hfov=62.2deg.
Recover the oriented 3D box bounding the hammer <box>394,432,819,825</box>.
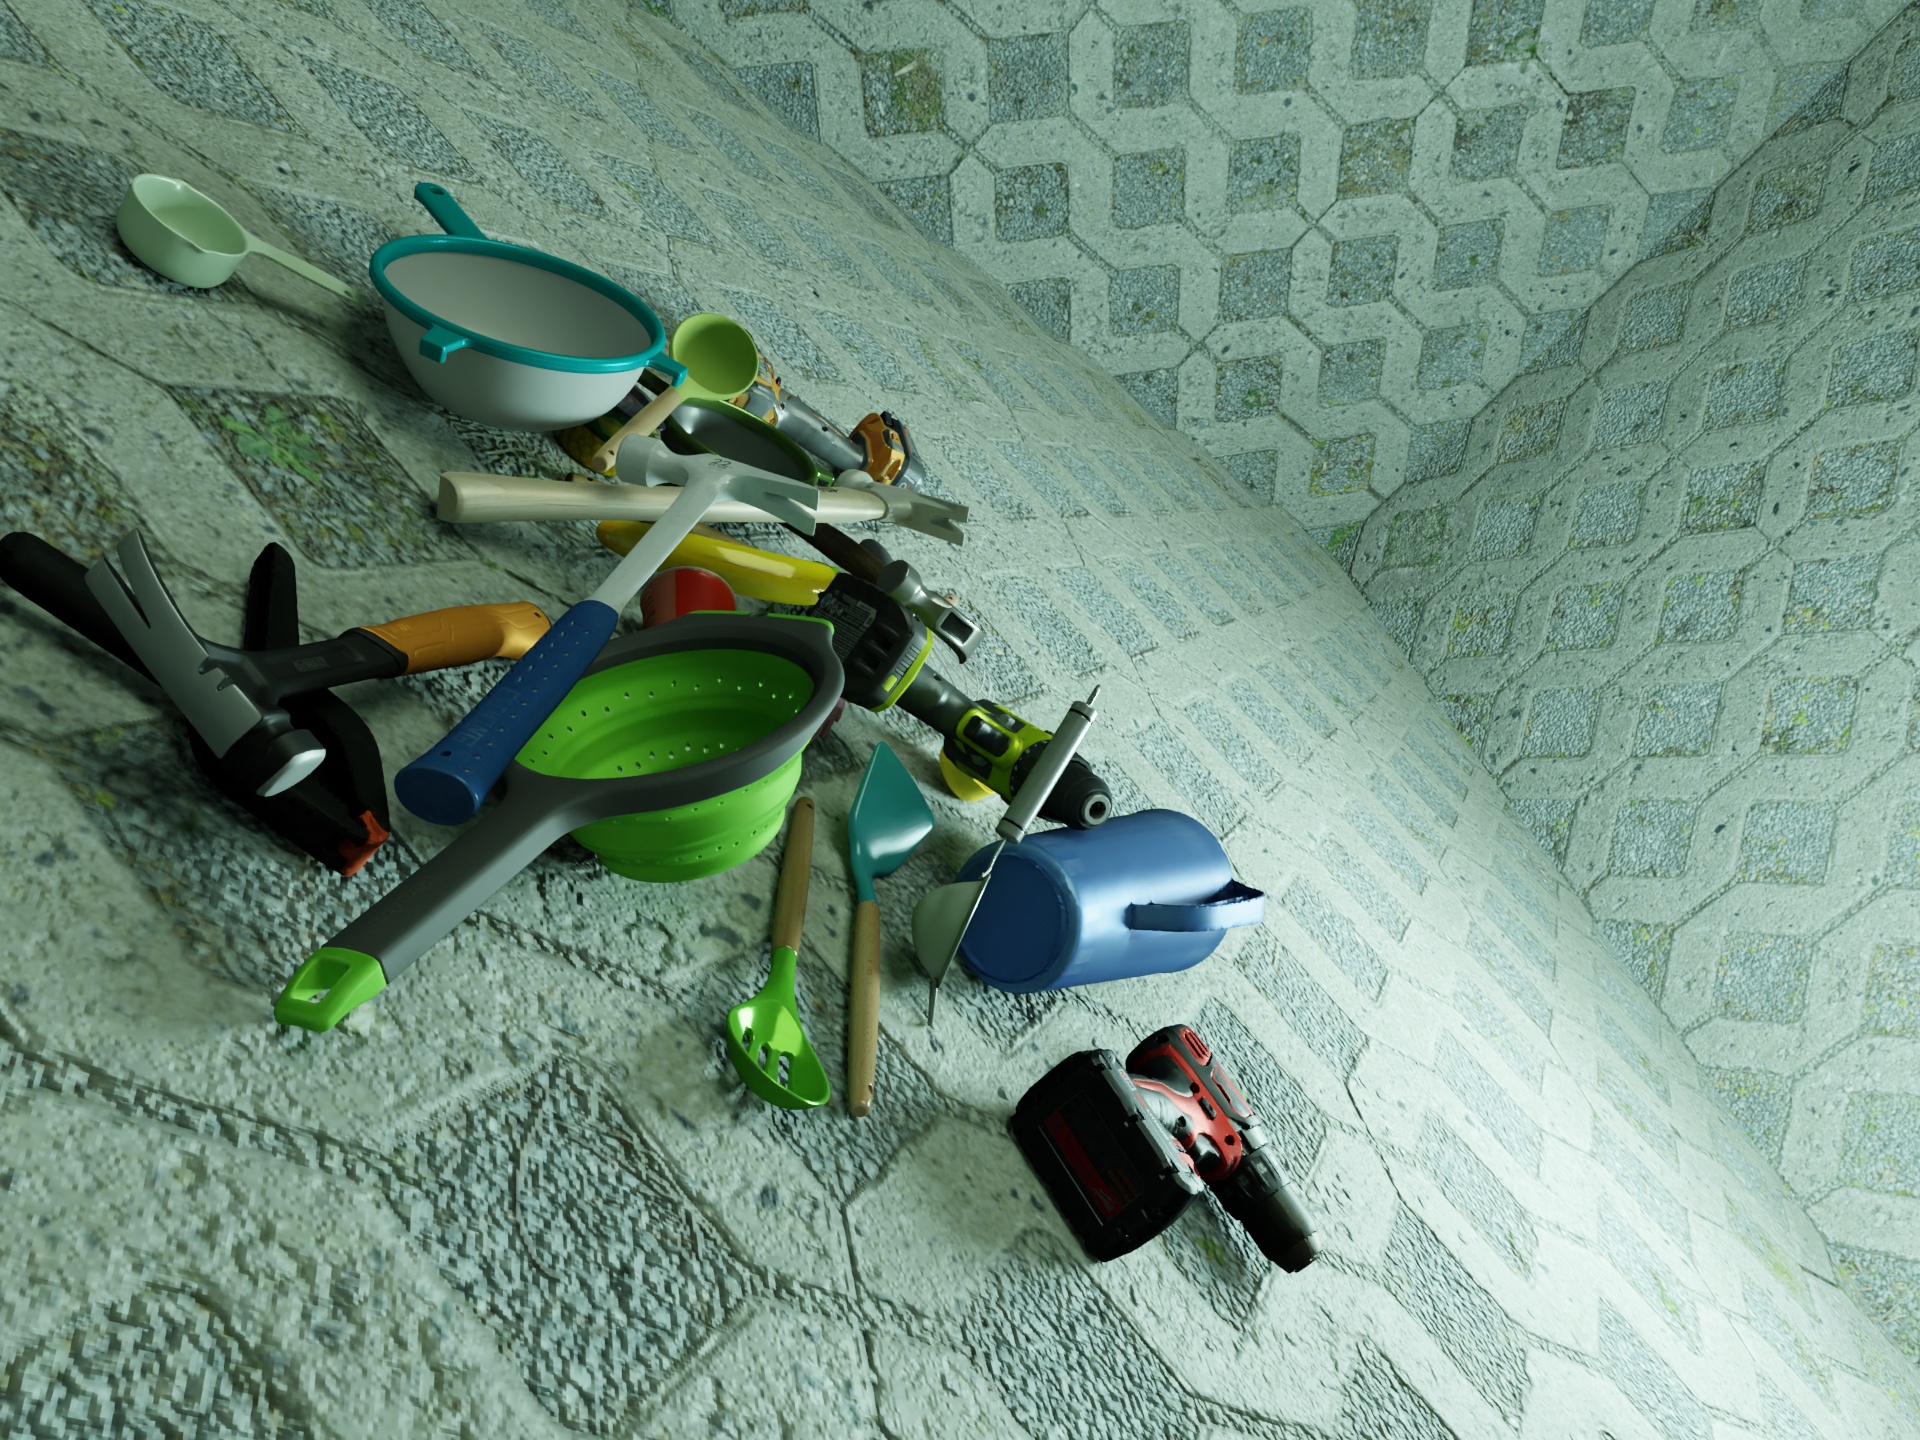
[{"bbox_3d":[-0.201,-0.067,0.923,0.144,0.035,0.406,14,34,5],"label":"hammer"}]

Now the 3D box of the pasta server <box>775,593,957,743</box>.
[{"bbox_3d":[-0.070,-0.057,1.299,0.060,0.040,0.316,46,28,2],"label":"pasta server"}]

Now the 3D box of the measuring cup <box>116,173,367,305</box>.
[{"bbox_3d":[-0.480,-0.305,1.067,0.167,0.038,0.083,20,32,-51],"label":"measuring cup"}]

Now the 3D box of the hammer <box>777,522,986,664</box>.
[{"bbox_3d":[-0.080,-0.129,1.315,0.129,0.031,0.332,39,0,-37],"label":"hammer"}]

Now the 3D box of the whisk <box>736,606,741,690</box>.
[{"bbox_3d":[-0.165,-0.059,1.179,0.057,0.059,0.247,79,-16,-48],"label":"whisk"}]

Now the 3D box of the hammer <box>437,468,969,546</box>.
[{"bbox_3d":[-0.179,-0.157,1.164,0.410,0.038,0.146,-7,22,-44],"label":"hammer"}]

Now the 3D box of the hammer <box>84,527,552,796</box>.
[{"bbox_3d":[-0.302,-0.043,0.835,0.127,0.034,0.337,51,12,0],"label":"hammer"}]

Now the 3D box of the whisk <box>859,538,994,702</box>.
[{"bbox_3d":[-0.039,-0.083,1.445,0.070,0.070,0.285,26,23,-41],"label":"whisk"}]

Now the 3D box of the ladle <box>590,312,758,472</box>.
[{"bbox_3d":[-0.226,-0.255,1.248,0.078,0.062,0.320,41,23,-13],"label":"ladle"}]

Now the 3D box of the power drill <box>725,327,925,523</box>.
[{"bbox_3d":[-0.156,-0.310,1.616,0.226,0.084,0.186,26,26,-30],"label":"power drill"}]

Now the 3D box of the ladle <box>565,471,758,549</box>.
[{"bbox_3d":[-0.191,-0.143,1.314,0.315,0.031,0.069,21,31,-43],"label":"ladle"}]

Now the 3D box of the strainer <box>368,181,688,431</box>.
[{"bbox_3d":[-0.364,-0.309,1.213,0.211,0.095,0.341,-2,37,-37],"label":"strainer"}]

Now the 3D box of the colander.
[{"bbox_3d":[-0.193,0.064,0.832,0.397,0.204,0.094,-49,138,-52],"label":"colander"}]

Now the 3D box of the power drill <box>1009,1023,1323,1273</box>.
[{"bbox_3d":[0.149,0.295,1.059,0.188,0.080,0.226,55,20,24],"label":"power drill"}]

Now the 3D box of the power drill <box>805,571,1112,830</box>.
[{"bbox_3d":[-0.002,-0.004,1.152,0.228,0.080,0.191,36,-2,-31],"label":"power drill"}]

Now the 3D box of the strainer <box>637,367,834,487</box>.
[{"bbox_3d":[-0.243,-0.246,1.367,0.256,0.069,0.151,36,23,12],"label":"strainer"}]

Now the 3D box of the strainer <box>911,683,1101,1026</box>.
[{"bbox_3d":[0.027,0.080,1.060,0.050,0.258,0.087,32,-16,3],"label":"strainer"}]

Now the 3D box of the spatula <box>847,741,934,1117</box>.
[{"bbox_3d":[-0.052,0.133,1.029,0.082,0.044,0.318,58,15,-28],"label":"spatula"}]

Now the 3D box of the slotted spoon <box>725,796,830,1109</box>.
[{"bbox_3d":[-0.104,0.130,0.966,0.070,0.031,0.314,38,20,-19],"label":"slotted spoon"}]

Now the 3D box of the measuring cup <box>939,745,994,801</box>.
[{"bbox_3d":[-0.023,0.002,1.300,0.156,0.029,0.062,54,24,-16],"label":"measuring cup"}]
